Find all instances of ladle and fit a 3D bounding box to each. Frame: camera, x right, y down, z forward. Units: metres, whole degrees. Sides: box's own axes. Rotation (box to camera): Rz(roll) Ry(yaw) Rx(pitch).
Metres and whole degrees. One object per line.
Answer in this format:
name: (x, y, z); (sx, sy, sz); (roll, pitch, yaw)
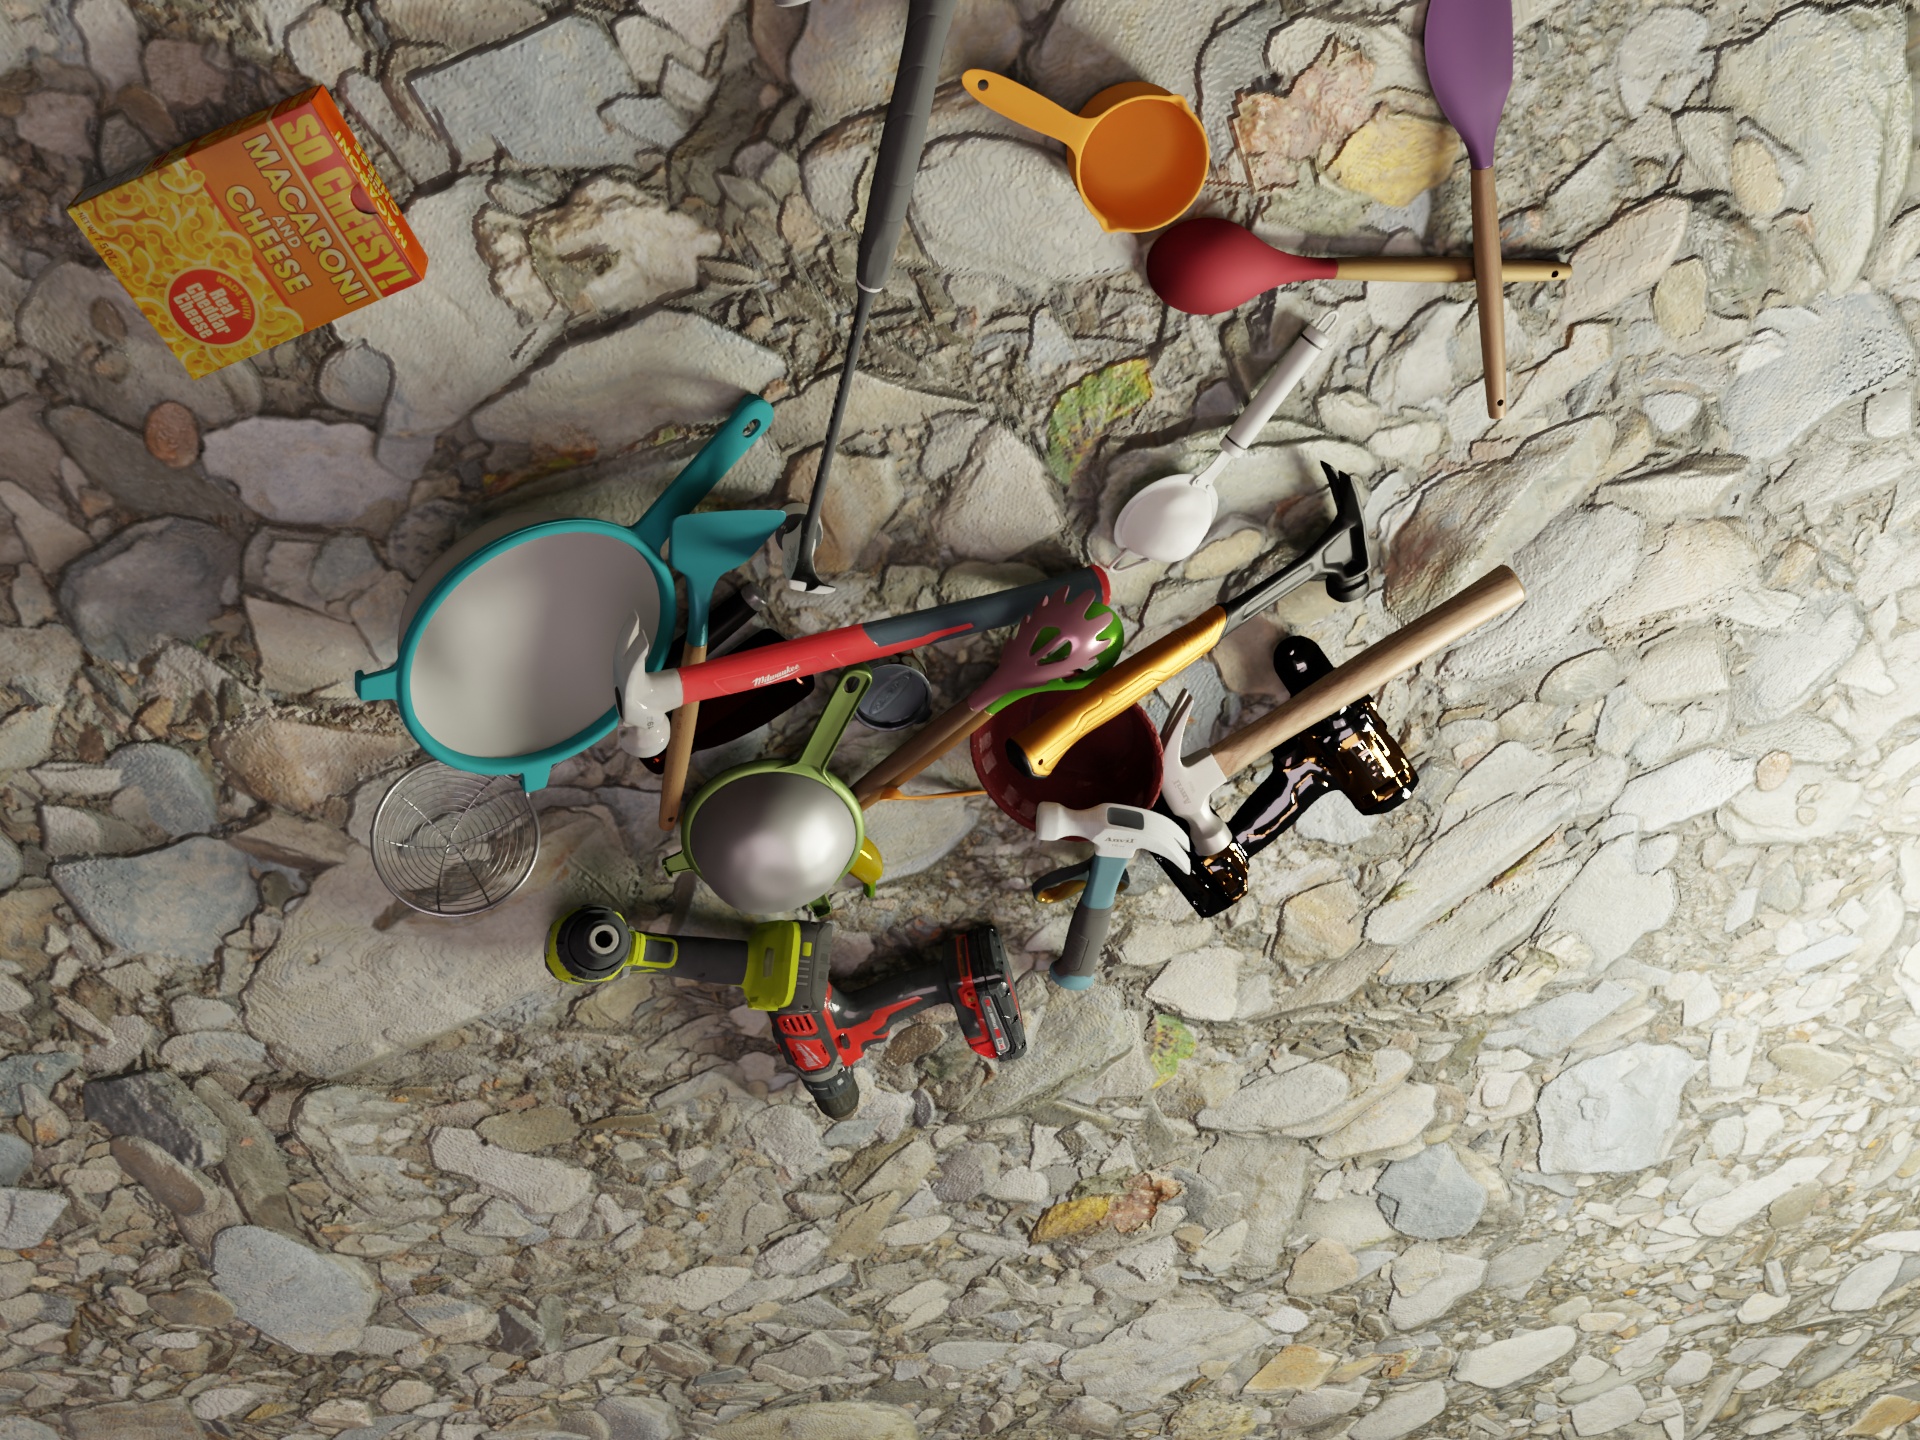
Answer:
ladle: (0.287, -0.318, 1.124); (0.315, 0.031, 0.069); (-3, 127, -11)

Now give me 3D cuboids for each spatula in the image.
spatula: (0.359, -0.356, 1.096); (0.060, 0.018, 0.315); (-15, 120, 2)
spatula: (-0.198, -0.031, 1.181); (0.082, 0.044, 0.317); (-7, 132, -28)

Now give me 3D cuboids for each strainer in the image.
strainer: (-0.273, -0.118, 1.135); (0.340, 0.095, 0.210); (-48, 146, -1)
strainer: (-0.128, 0.069, 1.263); (0.151, 0.069, 0.256); (19, 121, -20)
strainer: (0.199, -0.198, 1.190); (0.086, 0.050, 0.258); (16, 120, -40)

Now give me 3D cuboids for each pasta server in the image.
pasta server: (-0.002, -0.004, 1.242); (0.060, 0.040, 0.316); (51, 130, -2)

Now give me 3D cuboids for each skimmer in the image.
skimmer: (-0.296, 0.015, 1.223); (0.363, 0.090, 0.127); (-37, 95, 14)

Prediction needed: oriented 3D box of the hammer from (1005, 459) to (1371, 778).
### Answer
hammer: (0.174, -0.065, 1.207); (0.337, 0.034, 0.127); (-34, 135, -13)

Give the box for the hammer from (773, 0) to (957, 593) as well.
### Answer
hammer: (-0.064, -0.272, 1.041); (0.036, 0.149, 0.408); (10, 117, -14)

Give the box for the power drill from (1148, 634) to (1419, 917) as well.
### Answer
power drill: (0.256, 0.045, 1.359); (0.226, 0.084, 0.185); (-34, 118, 10)

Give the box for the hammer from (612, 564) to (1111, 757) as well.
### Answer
hammer: (-0.061, -0.068, 1.163); (0.386, 0.038, 0.143); (-15, 152, -20)

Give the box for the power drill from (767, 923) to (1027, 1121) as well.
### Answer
power drill: (-0.056, 0.291, 1.487); (0.226, 0.080, 0.187); (-13, 128, 3)

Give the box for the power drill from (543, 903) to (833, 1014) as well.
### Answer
power drill: (-0.227, 0.195, 1.325); (0.228, 0.080, 0.190); (9, 167, -18)

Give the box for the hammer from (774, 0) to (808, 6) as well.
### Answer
hammer: (0.031, -0.531, 0.910); (0.335, 0.035, 0.146); (-16, 128, 1)

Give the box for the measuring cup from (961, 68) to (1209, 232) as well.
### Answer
measuring cup: (0.076, -0.382, 1.021); (0.173, 0.052, 0.095); (19, 121, -21)

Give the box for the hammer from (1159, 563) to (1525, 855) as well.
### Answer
hammer: (0.304, -0.027, 1.284); (0.331, 0.031, 0.130); (-32, 110, 3)

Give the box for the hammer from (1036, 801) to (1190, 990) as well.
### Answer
hammer: (0.115, 0.159, 1.371); (0.128, 0.033, 0.330); (4, 149, -1)

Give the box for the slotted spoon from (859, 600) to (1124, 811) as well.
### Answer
slotted spoon: (0.007, 0.003, 1.272); (0.070, 0.031, 0.313); (42, 125, -17)

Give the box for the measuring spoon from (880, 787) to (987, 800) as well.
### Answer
measuring spoon: (-0.021, 0.060, 1.332); (0.116, 0.011, 0.021); (-1, 174, -43)
